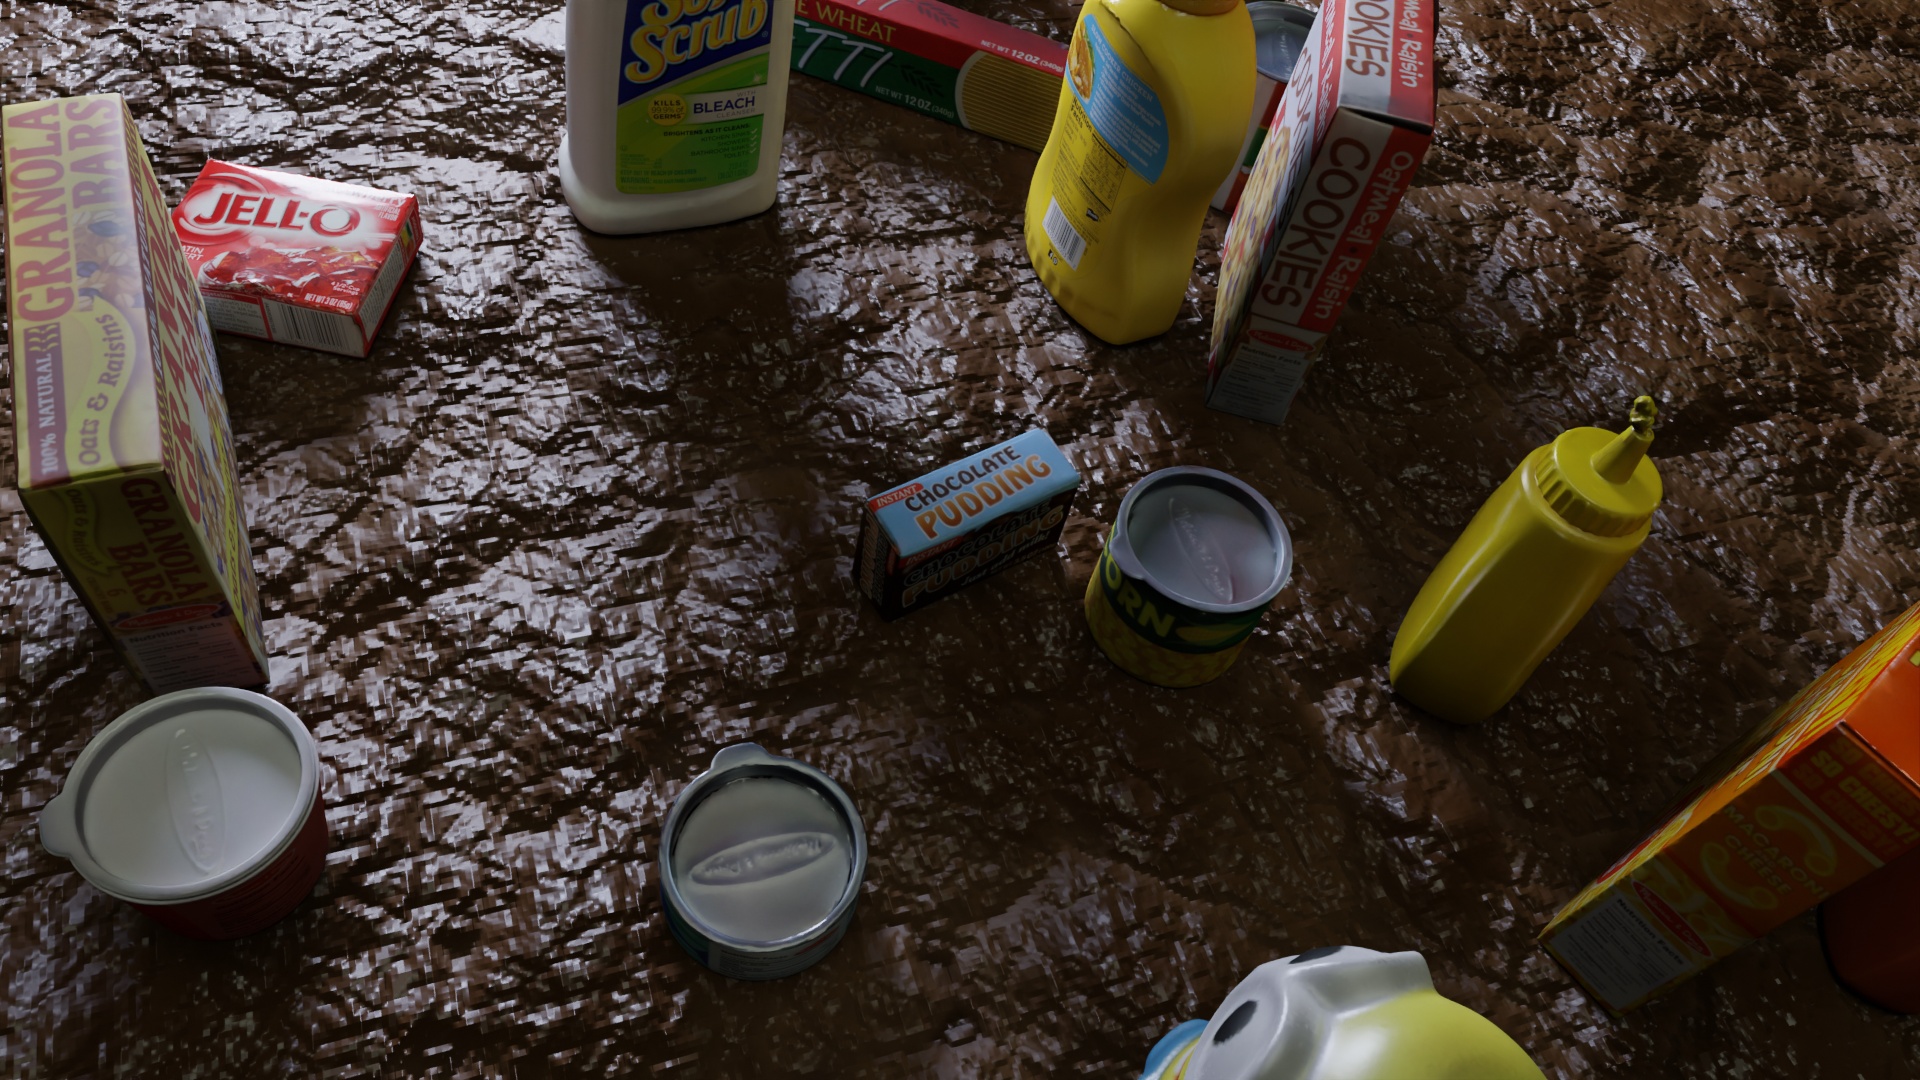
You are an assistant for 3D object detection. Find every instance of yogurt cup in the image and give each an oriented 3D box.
[{"bbox_3d":[-0.226,0.086,0.421,0.072,0.053,0.073,5,54,-7],"label":"yogurt cup"}]

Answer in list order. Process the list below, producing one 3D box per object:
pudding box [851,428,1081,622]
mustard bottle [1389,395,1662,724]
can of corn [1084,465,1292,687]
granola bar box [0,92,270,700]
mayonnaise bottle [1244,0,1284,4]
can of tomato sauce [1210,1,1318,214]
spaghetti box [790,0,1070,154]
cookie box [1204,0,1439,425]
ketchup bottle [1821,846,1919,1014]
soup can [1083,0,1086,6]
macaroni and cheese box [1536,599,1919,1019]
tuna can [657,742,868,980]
[{"bbox_3d":[0.002,-0.007,0.537,0.084,0.049,0.030,-24,62,-25],"label":"pudding box"},{"bbox_3d":[0.207,0.006,0.499,0.049,0.159,0.065,28,54,9],"label":"mustard bottle"},{"bbox_3d":[0.083,0.015,0.531,0.071,0.058,0.071,5,54,-7],"label":"can of corn"},{"bbox_3d":[-0.275,-0.046,0.463,0.039,0.123,0.166,-14,58,-20],"label":"granola bar box"},{"bbox_3d":[0.145,-0.290,0.710,0.065,0.147,0.041,-35,68,-30],"label":"mayonnaise bottle"},{"bbox_3d":[0.154,-0.215,0.697,0.071,0.082,0.071,5,54,-7],"label":"can of tomato sauce"},{"bbox_3d":[-0.063,-0.262,0.709,0.250,0.050,0.029,20,53,3],"label":"spaghetti box"},{"bbox_3d":[0.153,-0.150,0.598,0.040,0.166,0.123,15,53,0],"label":"cookie box"},{"bbox_3d":[0.355,0.106,0.463,0.043,0.148,0.065,26,54,8],"label":"ketchup bottle"},{"bbox_3d":[0.107,-0.328,0.770,0.071,0.083,0.072,5,54,-7],"label":"soup can"},{"bbox_3d":[0.277,0.081,0.455,0.124,0.165,0.040,-31,65,-28],"label":"macaroni and cheese box"},{"bbox_3d":[-0.065,0.104,0.453,0.071,0.032,0.071,5,54,-7],"label":"tuna can"}]
